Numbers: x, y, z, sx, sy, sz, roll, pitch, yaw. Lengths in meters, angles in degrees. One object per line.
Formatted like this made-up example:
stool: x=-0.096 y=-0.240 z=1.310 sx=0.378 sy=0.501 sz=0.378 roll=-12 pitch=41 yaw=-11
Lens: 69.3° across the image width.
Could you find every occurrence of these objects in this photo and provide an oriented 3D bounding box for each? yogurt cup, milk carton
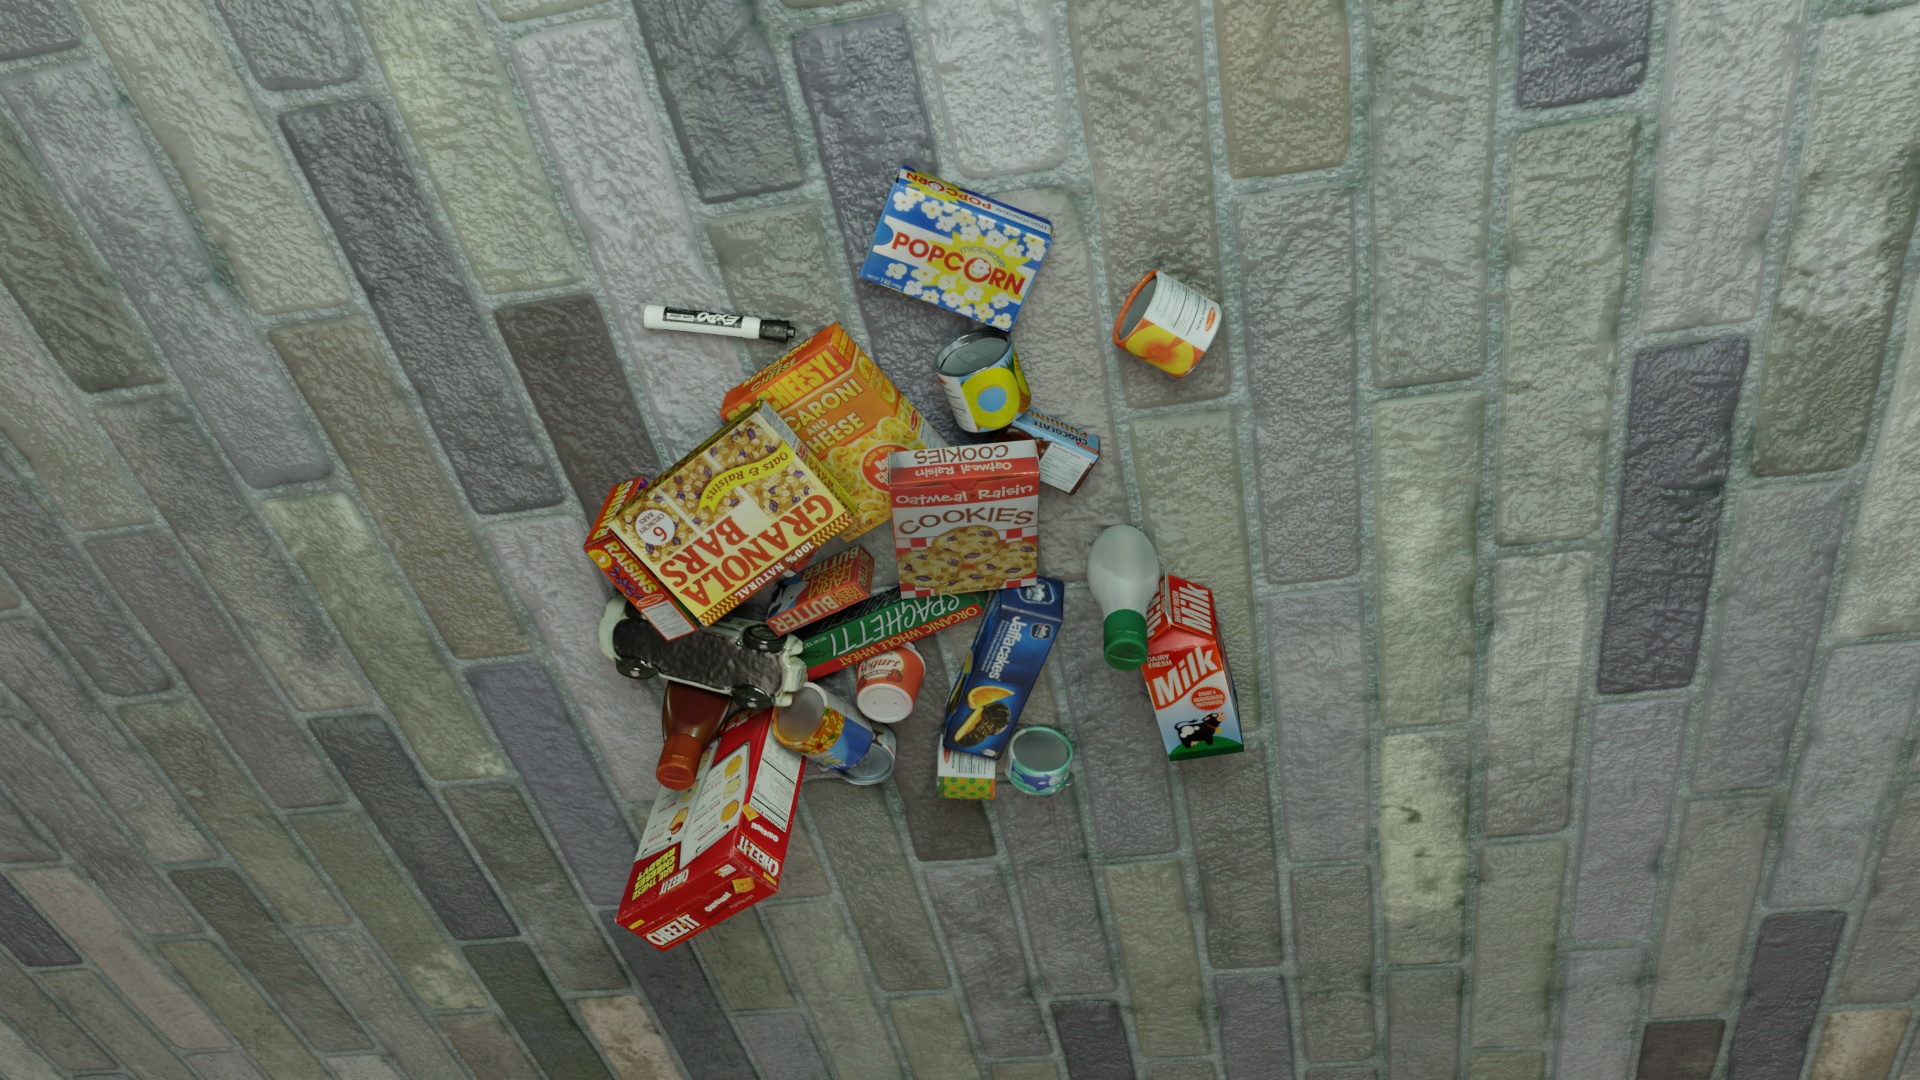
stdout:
yogurt cup: x=-0.070 y=0.138 z=1.340 sx=0.072 sy=0.054 sz=0.072 roll=3 pitch=129 yaw=3
milk carton: x=0.209 y=0.113 z=1.286 sx=0.073 sy=0.073 sz=0.189 roll=-11 pitch=127 yaw=13

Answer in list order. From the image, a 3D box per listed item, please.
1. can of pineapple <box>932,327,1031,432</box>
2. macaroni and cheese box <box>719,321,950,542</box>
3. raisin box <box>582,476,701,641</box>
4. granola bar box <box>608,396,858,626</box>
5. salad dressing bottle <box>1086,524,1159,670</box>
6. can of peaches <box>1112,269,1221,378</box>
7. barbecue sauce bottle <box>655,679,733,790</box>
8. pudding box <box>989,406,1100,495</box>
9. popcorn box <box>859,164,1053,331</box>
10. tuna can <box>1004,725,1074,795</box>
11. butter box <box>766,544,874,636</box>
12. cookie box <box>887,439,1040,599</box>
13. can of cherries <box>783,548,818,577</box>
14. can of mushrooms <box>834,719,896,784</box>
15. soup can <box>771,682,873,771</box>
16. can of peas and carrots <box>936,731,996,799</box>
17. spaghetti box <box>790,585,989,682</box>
can of pineapple: x=0.020 y=-0.129 z=1.113 sx=0.071 sy=0.071 sz=0.057 roll=-13 pitch=127 yaw=14
macaroni and cheese box: x=-0.101 y=-0.088 z=1.171 sx=0.123 sy=0.040 sz=0.166 roll=-29 pitch=121 yaw=25
raisin box: x=-0.273 y=0.016 z=1.238 sx=0.040 sy=0.086 sz=0.123 roll=-19 pitch=125 yaw=24
granola bar box: x=-0.187 y=-0.022 z=1.153 sx=0.165 sy=0.039 sz=0.124 roll=-35 pitch=110 yaw=16
salad dressing bottle: x=0.140 y=0.048 z=1.191 sx=0.064 sy=0.148 sz=0.043 roll=10 pitch=129 yaw=-3
can of peaches: x=0.158 y=-0.166 z=1.073 sx=0.058 sy=0.071 sz=0.071 roll=26 pitch=126 yaw=-15
barbecue sauce bottle: x=-0.254 y=0.169 z=1.318 sx=0.065 sy=0.149 sz=0.043 roll=11 pitch=128 yaw=-4
pudding box: x=0.071 y=-0.078 z=1.172 sx=0.084 sy=0.030 sz=0.049 roll=23 pitch=128 yaw=-13
popcorn box: x=-0.003 y=-0.222 z=1.059 sx=0.127 sy=0.038 sz=0.084 roll=18 pitch=129 yaw=-10
tuna can: x=0.081 y=0.219 z=1.383 sx=0.071 sy=0.071 sz=0.032 roll=6 pitch=128 yaw=0
butter box: x=-0.128 y=0.046 z=1.272 sx=0.103 sy=0.053 sz=0.024 roll=-24 pitch=125 yaw=22
cookie box: x=0.004 y=-0.015 z=1.182 sx=0.123 sy=0.040 sz=0.166 roll=-6 pitch=145 yaw=-2
can of cherries: x=-0.156 y=-0.012 z=1.221 sx=0.058 sy=0.072 sz=0.071 roll=34 pitch=123 yaw=-21
can of mushrooms: x=-0.101 y=0.215 z=1.416 sx=0.071 sy=0.034 sz=0.070 roll=2 pitch=129 yaw=3
soup can: x=-0.136 y=0.184 z=1.354 sx=0.071 sy=0.071 sz=0.083 roll=-22 pitch=147 yaw=20
can of peas and carrots: x=0.007 y=0.228 z=1.398 sx=0.059 sy=0.071 sz=0.070 roll=2 pitch=129 yaw=3
spaghetti box: x=-0.093 y=0.085 z=1.316 sx=0.249 sy=0.029 sz=0.050 roll=-23 pitch=124 yaw=21
